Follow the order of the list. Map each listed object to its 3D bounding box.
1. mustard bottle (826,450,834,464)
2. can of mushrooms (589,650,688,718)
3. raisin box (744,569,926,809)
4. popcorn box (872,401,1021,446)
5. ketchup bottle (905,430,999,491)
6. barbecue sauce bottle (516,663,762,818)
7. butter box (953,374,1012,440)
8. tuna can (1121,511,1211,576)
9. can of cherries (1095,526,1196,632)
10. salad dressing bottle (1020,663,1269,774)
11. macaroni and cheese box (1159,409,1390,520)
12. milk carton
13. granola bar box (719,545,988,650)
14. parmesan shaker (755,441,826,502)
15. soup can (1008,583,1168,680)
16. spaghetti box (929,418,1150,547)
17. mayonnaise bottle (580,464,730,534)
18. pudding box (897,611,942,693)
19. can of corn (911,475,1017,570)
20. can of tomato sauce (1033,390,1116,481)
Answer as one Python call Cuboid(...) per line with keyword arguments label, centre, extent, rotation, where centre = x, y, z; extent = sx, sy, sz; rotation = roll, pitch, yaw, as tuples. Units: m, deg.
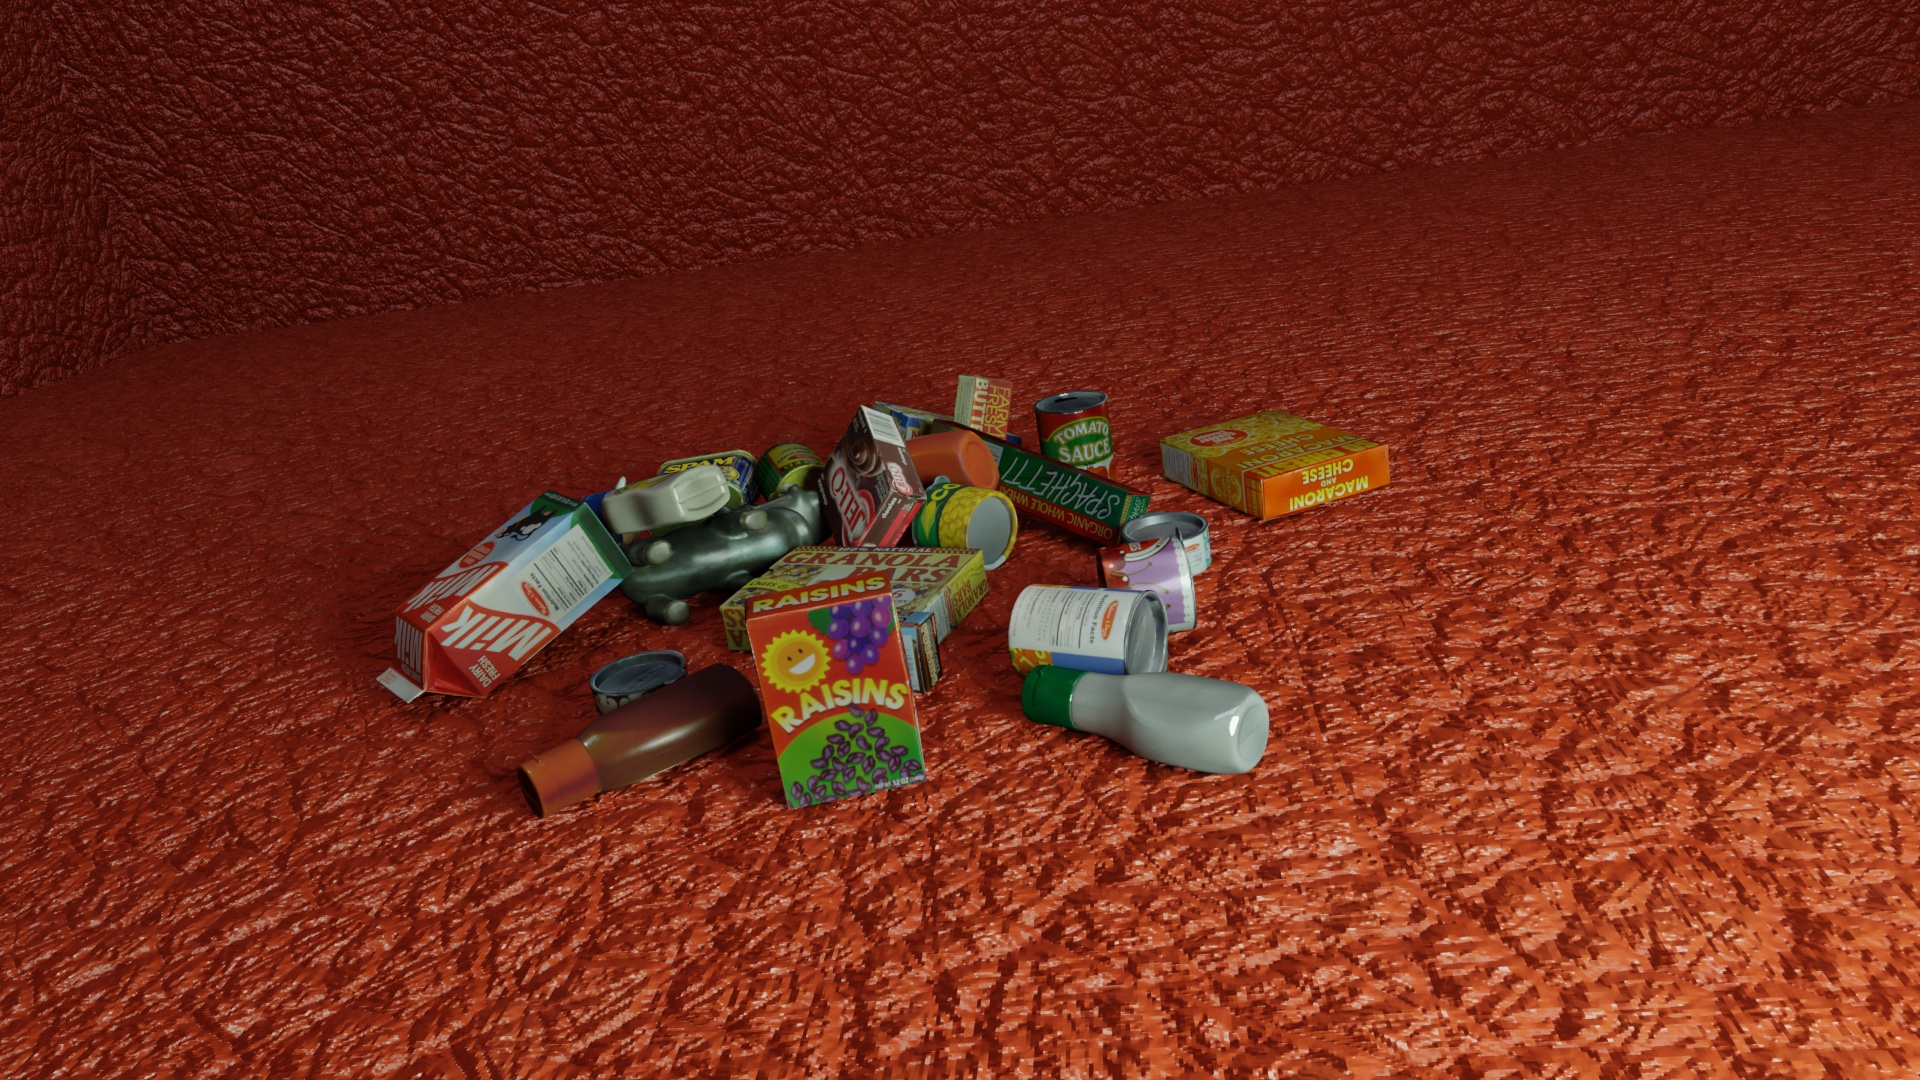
Cuboid(label="mustard bottle", centre=(-0.067, -0.055, 1.293), extent=(0.065, 0.048, 0.160), rotation=(-17, 22, -30))
Cuboid(label="can of mushrooms", centre=(-0.216, 0.104, 0.953), extent=(0.071, 0.033, 0.071), rotation=(-8, 19, 3))
Cuboid(label="raisin box", centre=(-0.071, 0.086, 0.808), extent=(0.086, 0.123, 0.040), rotation=(-11, 20, -4))
Cuboid(label="popcorn box", centre=(-0.016, -0.100, 1.343), extent=(0.127, 0.038, 0.085), rotation=(8, 11, -29))
Cuboid(label="ketchup bottle", centre=(-0.042, -0.058, 1.201), extent=(0.148, 0.064, 0.044), rotation=(-4, 43, 37))
Cuboid(label="barbecue sauce bottle", centre=(-0.202, 0.126, 0.875), extent=(0.149, 0.043, 0.065), rotation=(-24, 25, -34))
Cuboid(label="butter box", centre=(0.018, -0.101, 1.288), extent=(0.024, 0.103, 0.053), rotation=(11, 5, 43))
Cuboid(label="tuna can", centre=(0.157, 0.004, 1.063), extent=(0.071, 0.032, 0.071), rotation=(-8, 20, 3))
Cuboid(label="can of cherries", centre=(0.126, 0.030, 0.950), extent=(0.058, 0.071, 0.072), rotation=(-9, 20, 2))
Cuboid(label="salad dressing bottle", centre=(0.104, 0.100, 0.813), extent=(0.147, 0.043, 0.064), rotation=(6, 27, 39))
Cuboid(label="macaroni and cheese box", centre=(0.268, -0.067, 1.197), extent=(0.124, 0.040, 0.167), rotation=(-15, 21, -17))
Cuboid(label="milk carton", centre=(-0.354, 0.051, 1.057), extent=(0.191, 0.073, 0.072), rotation=(-44, 34, -25))
Cuboid(label="granola bar box", centre=(-0.079, 0.043, 1.049), extent=(0.165, 0.039, 0.125), rotation=(1, 22, 25))
Cuboid(label="parmesan shaker", centre=(-0.153, -0.051, 1.293), extent=(0.071, 0.071, 0.103), rotation=(-15, 21, -14))
Cuboid(label="soup can", centre=(0.083, 0.064, 0.892), extent=(0.084, 0.071, 0.072), rotation=(2, 23, 31))
Cuboid(label="spaghetti box", centre=(0.059, -0.050, 1.177), extent=(0.029, 0.050, 0.250), rotation=(3, 15, -43))
Cuboid(label="mayonnaise bottle", centre=(-0.260, -0.030, 1.149), extent=(0.148, 0.041, 0.065), rotation=(-8, 15, 40))
Cuboid(label="pudding box", centre=(-0.058, 0.074, 0.942), extent=(0.083, 0.049, 0.030), rotation=(0, 20, 24))
Cuboid(label="can of corn", centre=(0.004, -0.014, 1.122), extent=(0.058, 0.071, 0.071), rotation=(11, 28, 42))
Cuboid(label="can of tomato sauce", centre=(0.105, -0.086, 1.255), extent=(0.071, 0.082, 0.071), rotation=(-8, 20, 3))
